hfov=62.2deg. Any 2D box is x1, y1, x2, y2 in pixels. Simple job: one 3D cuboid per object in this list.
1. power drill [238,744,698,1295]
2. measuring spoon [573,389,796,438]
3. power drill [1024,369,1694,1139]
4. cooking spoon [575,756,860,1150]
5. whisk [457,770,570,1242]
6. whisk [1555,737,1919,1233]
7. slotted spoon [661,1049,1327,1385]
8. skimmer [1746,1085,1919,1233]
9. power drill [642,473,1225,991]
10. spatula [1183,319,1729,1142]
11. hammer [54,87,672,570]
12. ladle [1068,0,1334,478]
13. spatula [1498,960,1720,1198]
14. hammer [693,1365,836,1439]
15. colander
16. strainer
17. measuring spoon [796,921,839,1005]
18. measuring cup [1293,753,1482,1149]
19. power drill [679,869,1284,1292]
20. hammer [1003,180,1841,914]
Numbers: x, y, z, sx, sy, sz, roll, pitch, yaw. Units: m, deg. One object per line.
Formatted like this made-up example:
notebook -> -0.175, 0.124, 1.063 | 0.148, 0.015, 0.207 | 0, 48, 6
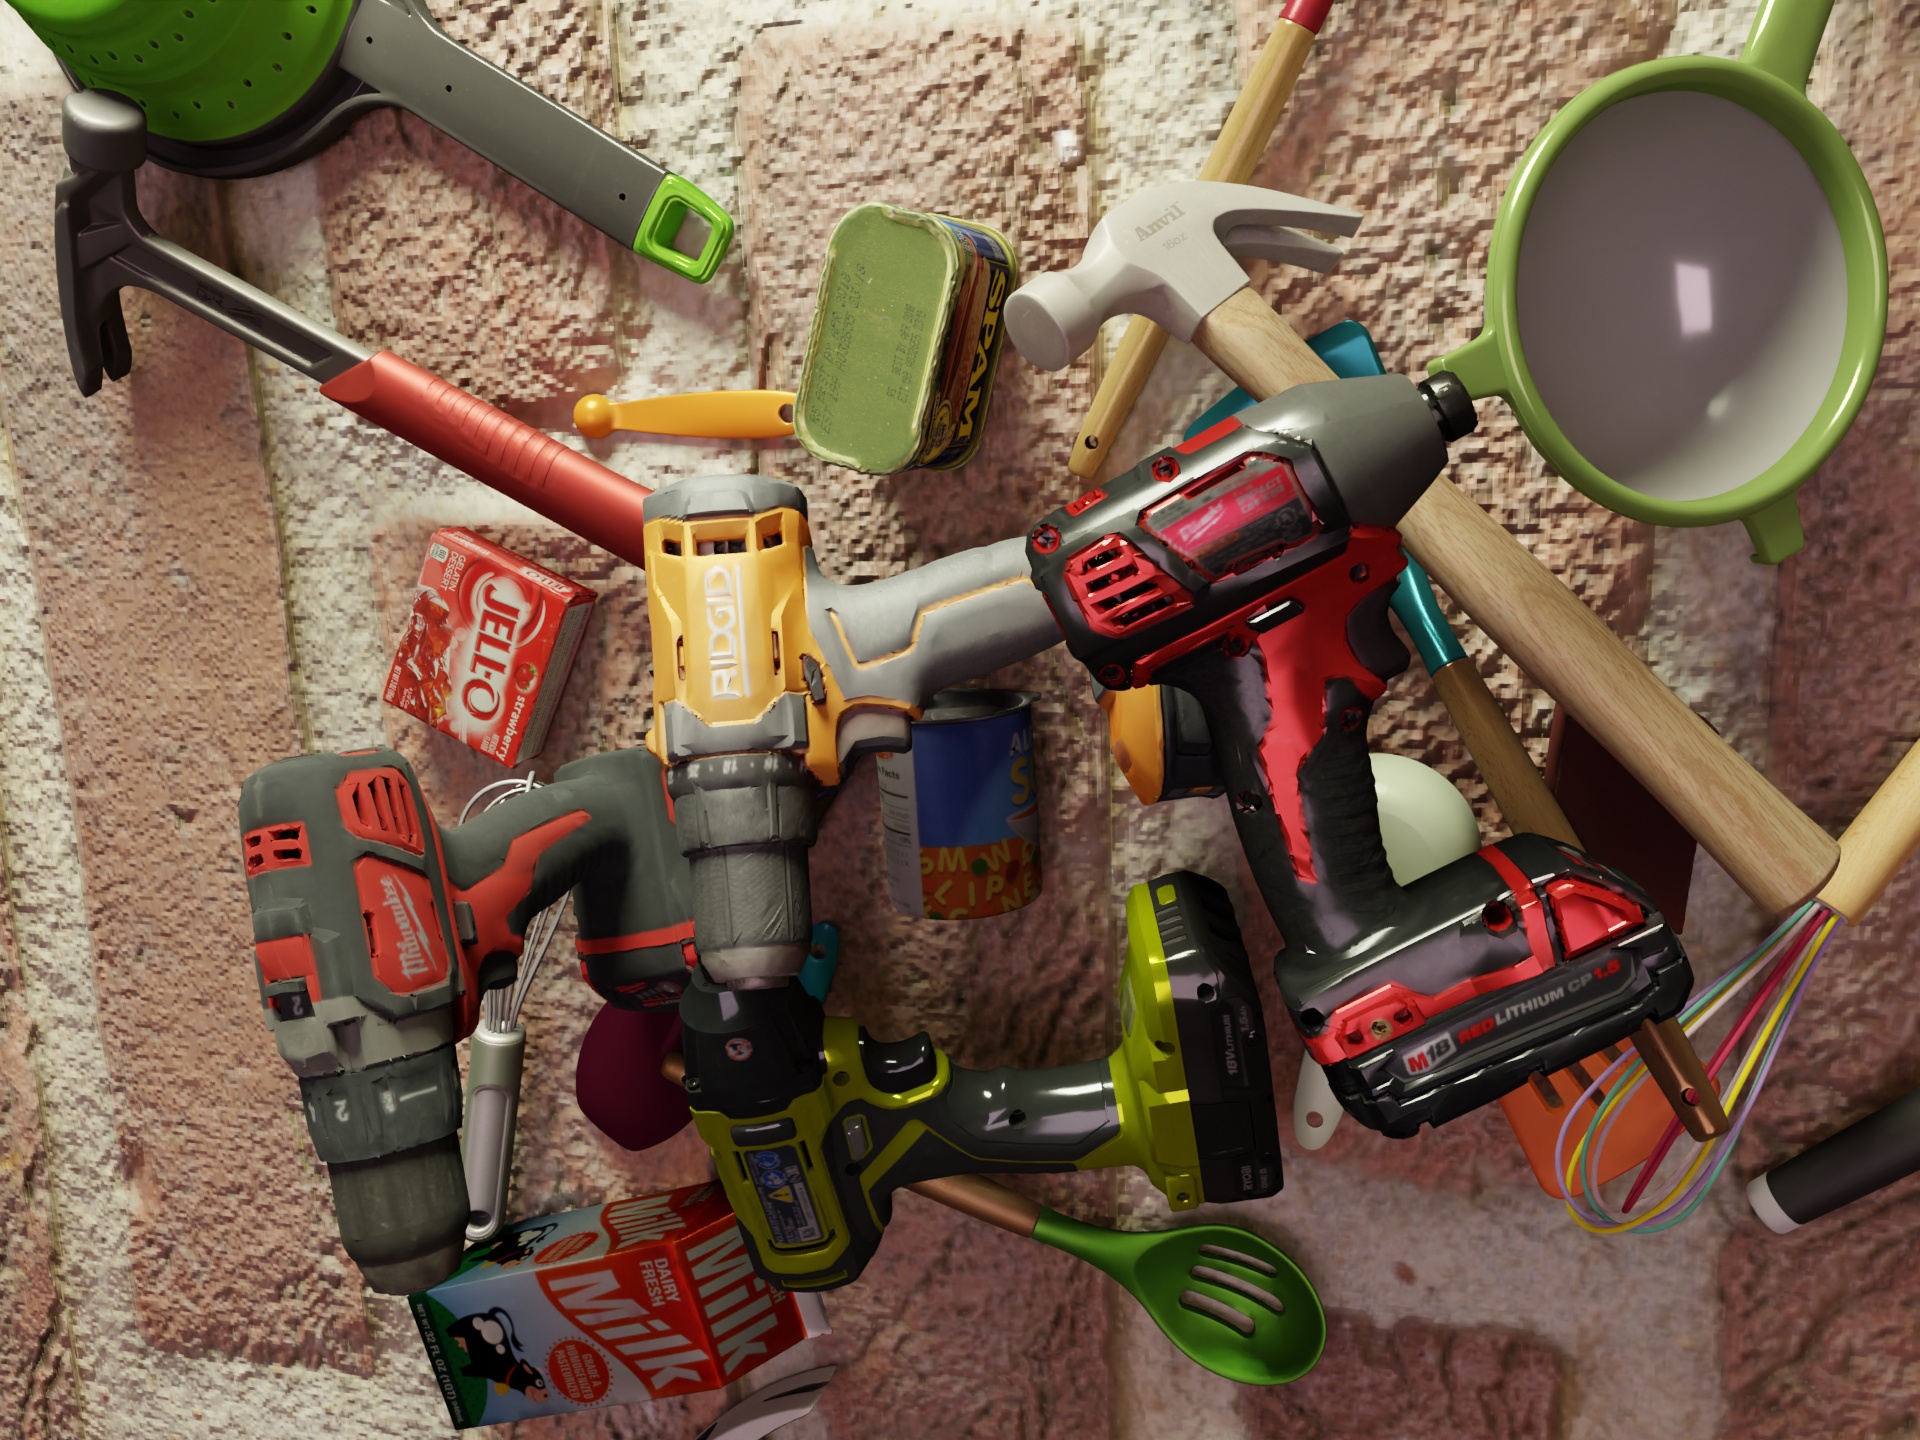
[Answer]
power drill -> -0.169, 0.098, 0.623 | 0.080, 0.226, 0.188 | -12, 88, 27
measuring spoon -> -0.116, -0.132, 0.687 | 0.117, 0.011, 0.021 | 2, 102, 16
power drill -> 0.130, 0.004, 0.501 | 0.143, 0.078, 0.219 | -28, 95, 8
cooking spoon -> -0.092, 0.074, 0.721 | 0.069, 0.017, 0.319 | 36, 109, 10
whisk -> -0.217, 0.140, 0.753 | 0.057, 0.059, 0.246 | 7, 106, -12
whisk -> 0.300, 0.087, 0.569 | 0.051, 0.047, 0.245 | 38, 91, 14
slotted spoon -> 0.011, 0.211, 0.708 | 0.314, 0.031, 0.070 | 21, 106, 8
skimmer -> 0.439, 0.072, 0.564 | 0.127, 0.090, 0.363 | 45, 120, 0
power drill -> -0.001, -0.002, 0.582 | 0.226, 0.084, 0.185 | -4, 80, -2
spatula -> 0.186, 0.002, 0.578 | 0.082, 0.044, 0.318 | -33, 66, 22
hammer -> -0.235, -0.128, 0.697 | 0.359, 0.037, 0.149 | 29, 133, 3
ladle -> 0.112, -0.234, 0.594 | 0.069, 0.031, 0.315 | 28, 110, 6
spatula -> 0.158, 0.044, 0.632 | 0.322, 0.041, 0.081 | 47, 113, 3
hammer -> 0.003, 0.453, 0.768 | 0.335, 0.035, 0.146 | 37, 110, 6
colander -> -0.273, -0.293, 0.653 | 0.397, 0.094, 0.204 | 33, 109, 7
strainer -> 0.250, -0.190, 0.546 | 0.151, 0.069, 0.256 | 21, 88, -15
measuring spoon -> -0.084, 0.150, 0.733 | 0.042, 0.021, 0.128 | 25, 109, 9
measuring cup -> 0.149, 0.096, 0.613 | 0.083, 0.038, 0.167 | 15, 104, 20
power drill -> 0.006, 0.138, 0.633 | 0.223, 0.080, 0.171 | -10, 119, 3
hammer -> 0.172, -0.065, 0.554 | 0.331, 0.031, 0.130 | 46, 65, 7
